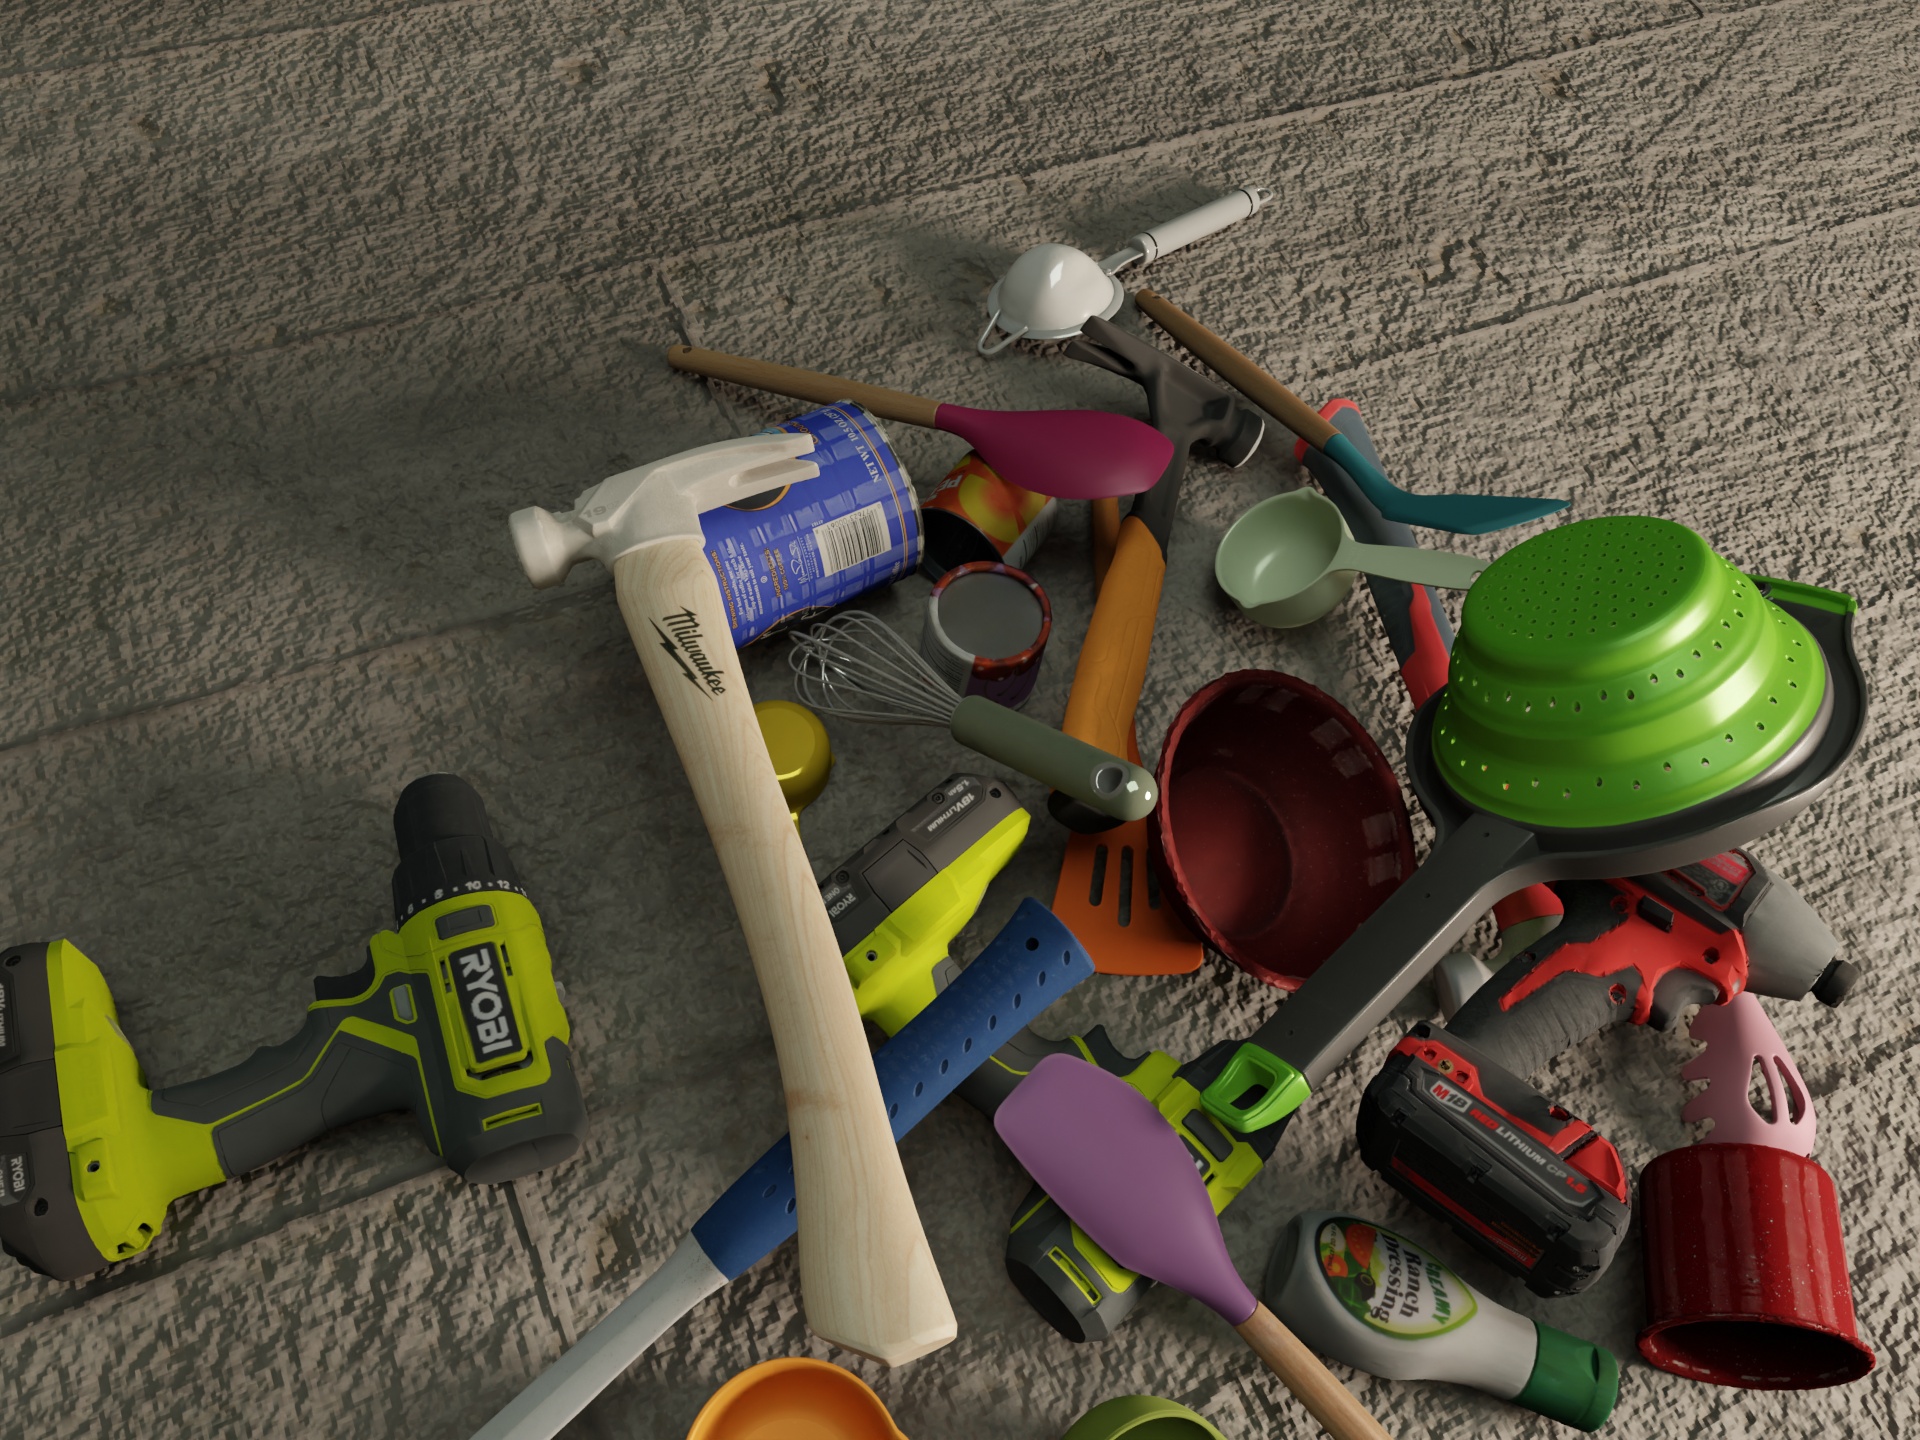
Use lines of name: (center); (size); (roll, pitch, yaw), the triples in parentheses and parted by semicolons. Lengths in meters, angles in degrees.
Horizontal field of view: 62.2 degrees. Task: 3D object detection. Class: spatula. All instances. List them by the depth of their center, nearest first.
spatula: (0.137, 0.262, 0.657); (0.060, 0.018, 0.316); (-42, 87, -23)
spatula: (0.083, -0.018, 0.861); (0.081, 0.041, 0.323); (4, 55, -5)
spatula: (0.204, -0.184, 0.924); (0.082, 0.044, 0.318); (-18, 48, -30)

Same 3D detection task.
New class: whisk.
whisk: (-0.001, -0.002, 0.766); (0.246, 0.059, 0.058); (25, 80, 42)

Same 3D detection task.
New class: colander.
colander: (0.239, 0.021, 0.713); (0.397, 0.094, 0.205); (-40, 31, -18)

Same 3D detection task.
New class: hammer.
hammer: (-0.103, 0.222, 0.622); (0.405, 0.035, 0.144); (-41, 59, -13)
hammer: (-0.074, 0.053, 0.662); (0.146, 0.038, 0.411); (-19, 63, -6)
hammer: (0.087, -0.082, 0.844); (0.127, 0.034, 0.337); (28, 49, -14)
hammer: (0.276, -0.027, 0.869); (0.143, 0.038, 0.387); (-12, 59, 0)

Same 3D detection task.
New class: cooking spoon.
cooking spoon: (-0.033, -0.175, 0.887); (0.319, 0.017, 0.069); (17, 57, 24)

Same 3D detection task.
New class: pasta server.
pasta server: (0.383, 0.086, 0.837); (0.060, 0.040, 0.317); (3, 55, -6)

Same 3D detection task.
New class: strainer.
strainer: (0.110, -0.304, 1.025); (0.258, 0.050, 0.087); (-31, 51, -27)

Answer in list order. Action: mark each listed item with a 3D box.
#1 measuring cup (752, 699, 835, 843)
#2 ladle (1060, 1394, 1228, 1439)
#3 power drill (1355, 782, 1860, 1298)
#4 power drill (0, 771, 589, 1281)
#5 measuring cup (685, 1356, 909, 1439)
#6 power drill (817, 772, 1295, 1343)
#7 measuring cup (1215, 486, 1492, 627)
measuring cup: (-0.086, 0.059, 0.787); (0.062, 0.029, 0.157); (-4, 61, -10)
ladle: (0.190, 0.334, 0.616); (0.320, 0.062, 0.078); (13, 100, 10)
power drill: (0.289, 0.136, 0.708); (0.143, 0.078, 0.220); (35, 66, 26)
power drill: (-0.293, 0.128, 0.694); (0.228, 0.080, 0.191); (-14, 62, -18)
measuring cup: (-0.057, 0.340, 0.612); (0.095, 0.052, 0.174); (-9, 63, -12)
power drill: (0.039, 0.140, 0.728); (0.171, 0.080, 0.223); (-39, 77, -25)
measuring cup: (0.217, -0.079, 0.860); (0.168, 0.038, 0.083); (14, 68, 41)
